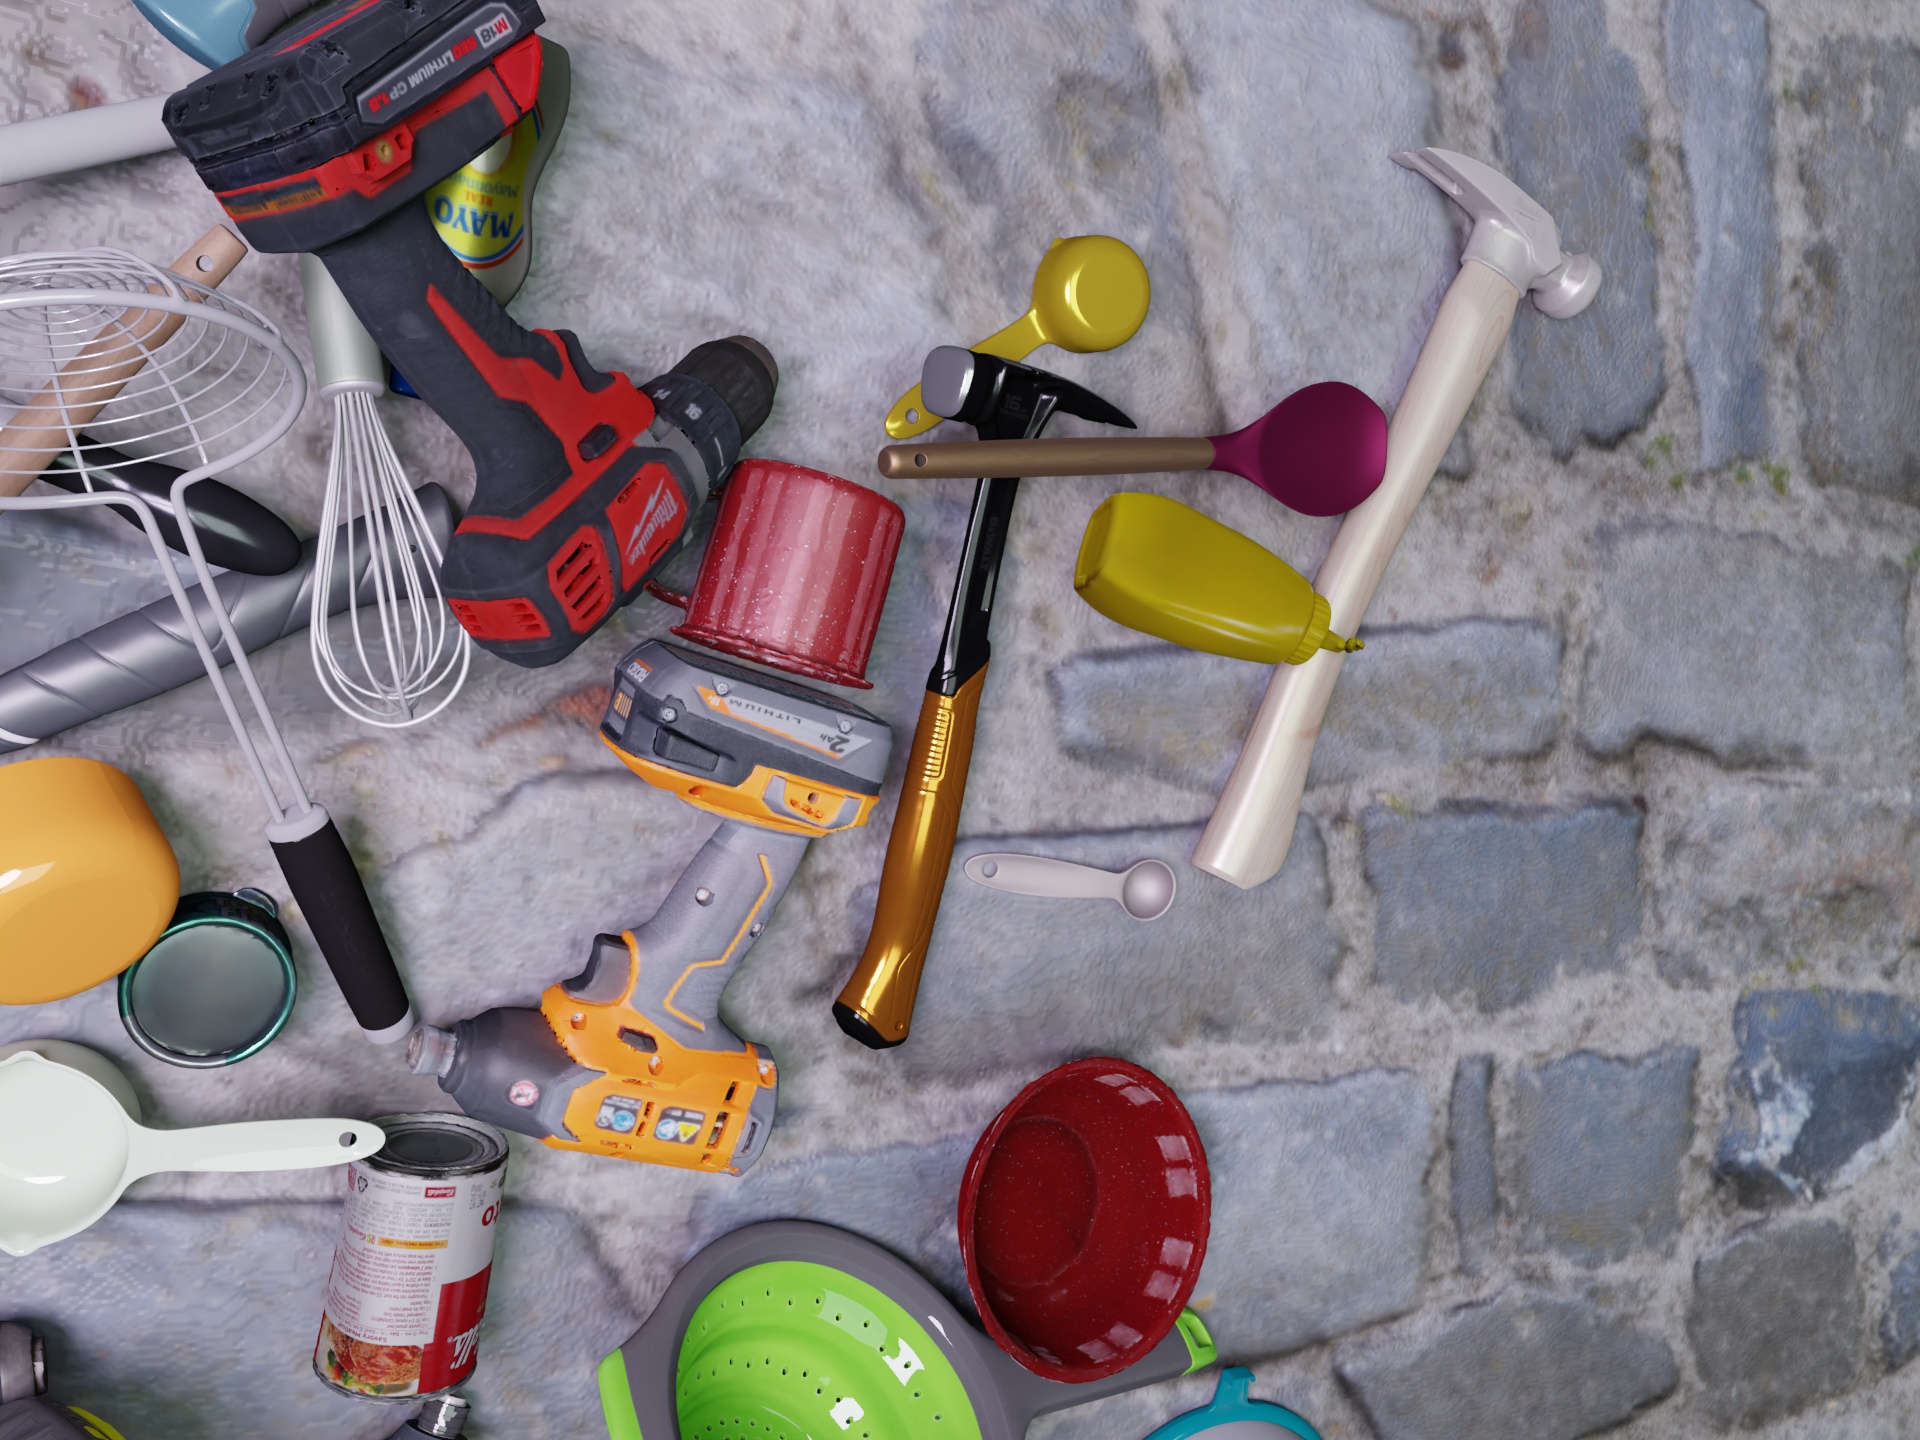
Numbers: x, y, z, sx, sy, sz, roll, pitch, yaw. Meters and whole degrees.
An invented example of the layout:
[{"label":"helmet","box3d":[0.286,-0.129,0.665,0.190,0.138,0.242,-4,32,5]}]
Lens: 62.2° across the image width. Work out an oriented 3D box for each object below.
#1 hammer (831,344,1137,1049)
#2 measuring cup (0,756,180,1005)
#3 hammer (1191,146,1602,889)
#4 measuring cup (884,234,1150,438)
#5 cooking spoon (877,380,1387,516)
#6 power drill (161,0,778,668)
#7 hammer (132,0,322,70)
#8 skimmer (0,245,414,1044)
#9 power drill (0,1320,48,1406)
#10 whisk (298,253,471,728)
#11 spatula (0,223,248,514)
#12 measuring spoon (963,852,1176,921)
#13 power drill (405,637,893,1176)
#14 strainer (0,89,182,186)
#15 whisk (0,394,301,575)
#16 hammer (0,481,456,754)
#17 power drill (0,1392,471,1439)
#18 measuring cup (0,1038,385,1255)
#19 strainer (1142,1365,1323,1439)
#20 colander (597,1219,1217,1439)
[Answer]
[{"label":"hammer","box3d":[-0.001,-0.002,0.769,0.127,0.034,0.337,3,103,-48]},{"label":"measuring cup","box3d":[-0.362,0.094,0.585,0.173,0.052,0.095,-49,154,4]},{"label":"hammer","box3d":[0.218,-0.105,0.873,0.146,0.038,0.410,26,87,-27]},{"label":"measuring cup","box3d":[0.029,-0.180,0.764,0.156,0.029,0.062,-38,114,-17]},{"label":"cooking spoon","box3d":[0.097,-0.127,0.756,0.318,0.017,0.068,-8,103,-35]},{"label":"power drill","box3d":[-0.157,-0.157,0.595,0.188,0.080,0.226,-57,136,-39]},{"label":"hammer","box3d":[-0.170,-0.352,0.628,0.331,0.033,0.128,-40,115,-15]},{"label":"skimmer","box3d":[-0.251,0.008,0.552,0.127,0.090,0.363,-16,129,-13]},{"label":"power drill","box3d":[-0.440,0.341,0.596,0.185,0.084,0.226,-6,98,-28]},{"label":"whisk","box3d":[-0.231,-0.119,0.609,0.059,0.058,0.246,-9,87,-6]},{"label":"spatula","box3d":[-0.354,-0.050,0.537,0.316,0.018,0.059,-47,117,-1]},{"label":"measuring spoon","box3d":[0.057,0.083,0.840,0.124,0.018,0.034,10,95,-21]},{"label":"power drill","box3d":[-0.136,0.085,0.703,0.164,0.084,0.226,18,95,-28]},{"label":"strainer","box3d":[-0.337,-0.181,0.528,0.258,0.087,0.050,-38,141,-43]},{"label":"whisk","box3d":[-0.368,-0.117,0.547,0.284,0.070,0.070,26,87,-26]},{"label":"hammer","box3d":[-0.380,0.003,0.587,0.409,0.036,0.149,-28,110,-21]},{"label":"power drill","box3d":[-0.300,0.348,0.634,0.223,0.080,0.171,40,64,-49]},{"label":"measuring cup","box3d":[-0.318,0.164,0.635,0.167,0.038,0.083,3,99,-20]},{"label":"strainer","box3d":[0.119,0.560,0.911,0.340,0.095,0.210,-42,115,-16]},{"label":"colander","box3d":[-0.018,0.359,0.804,0.396,0.205,0.094,9,130,-44]}]
